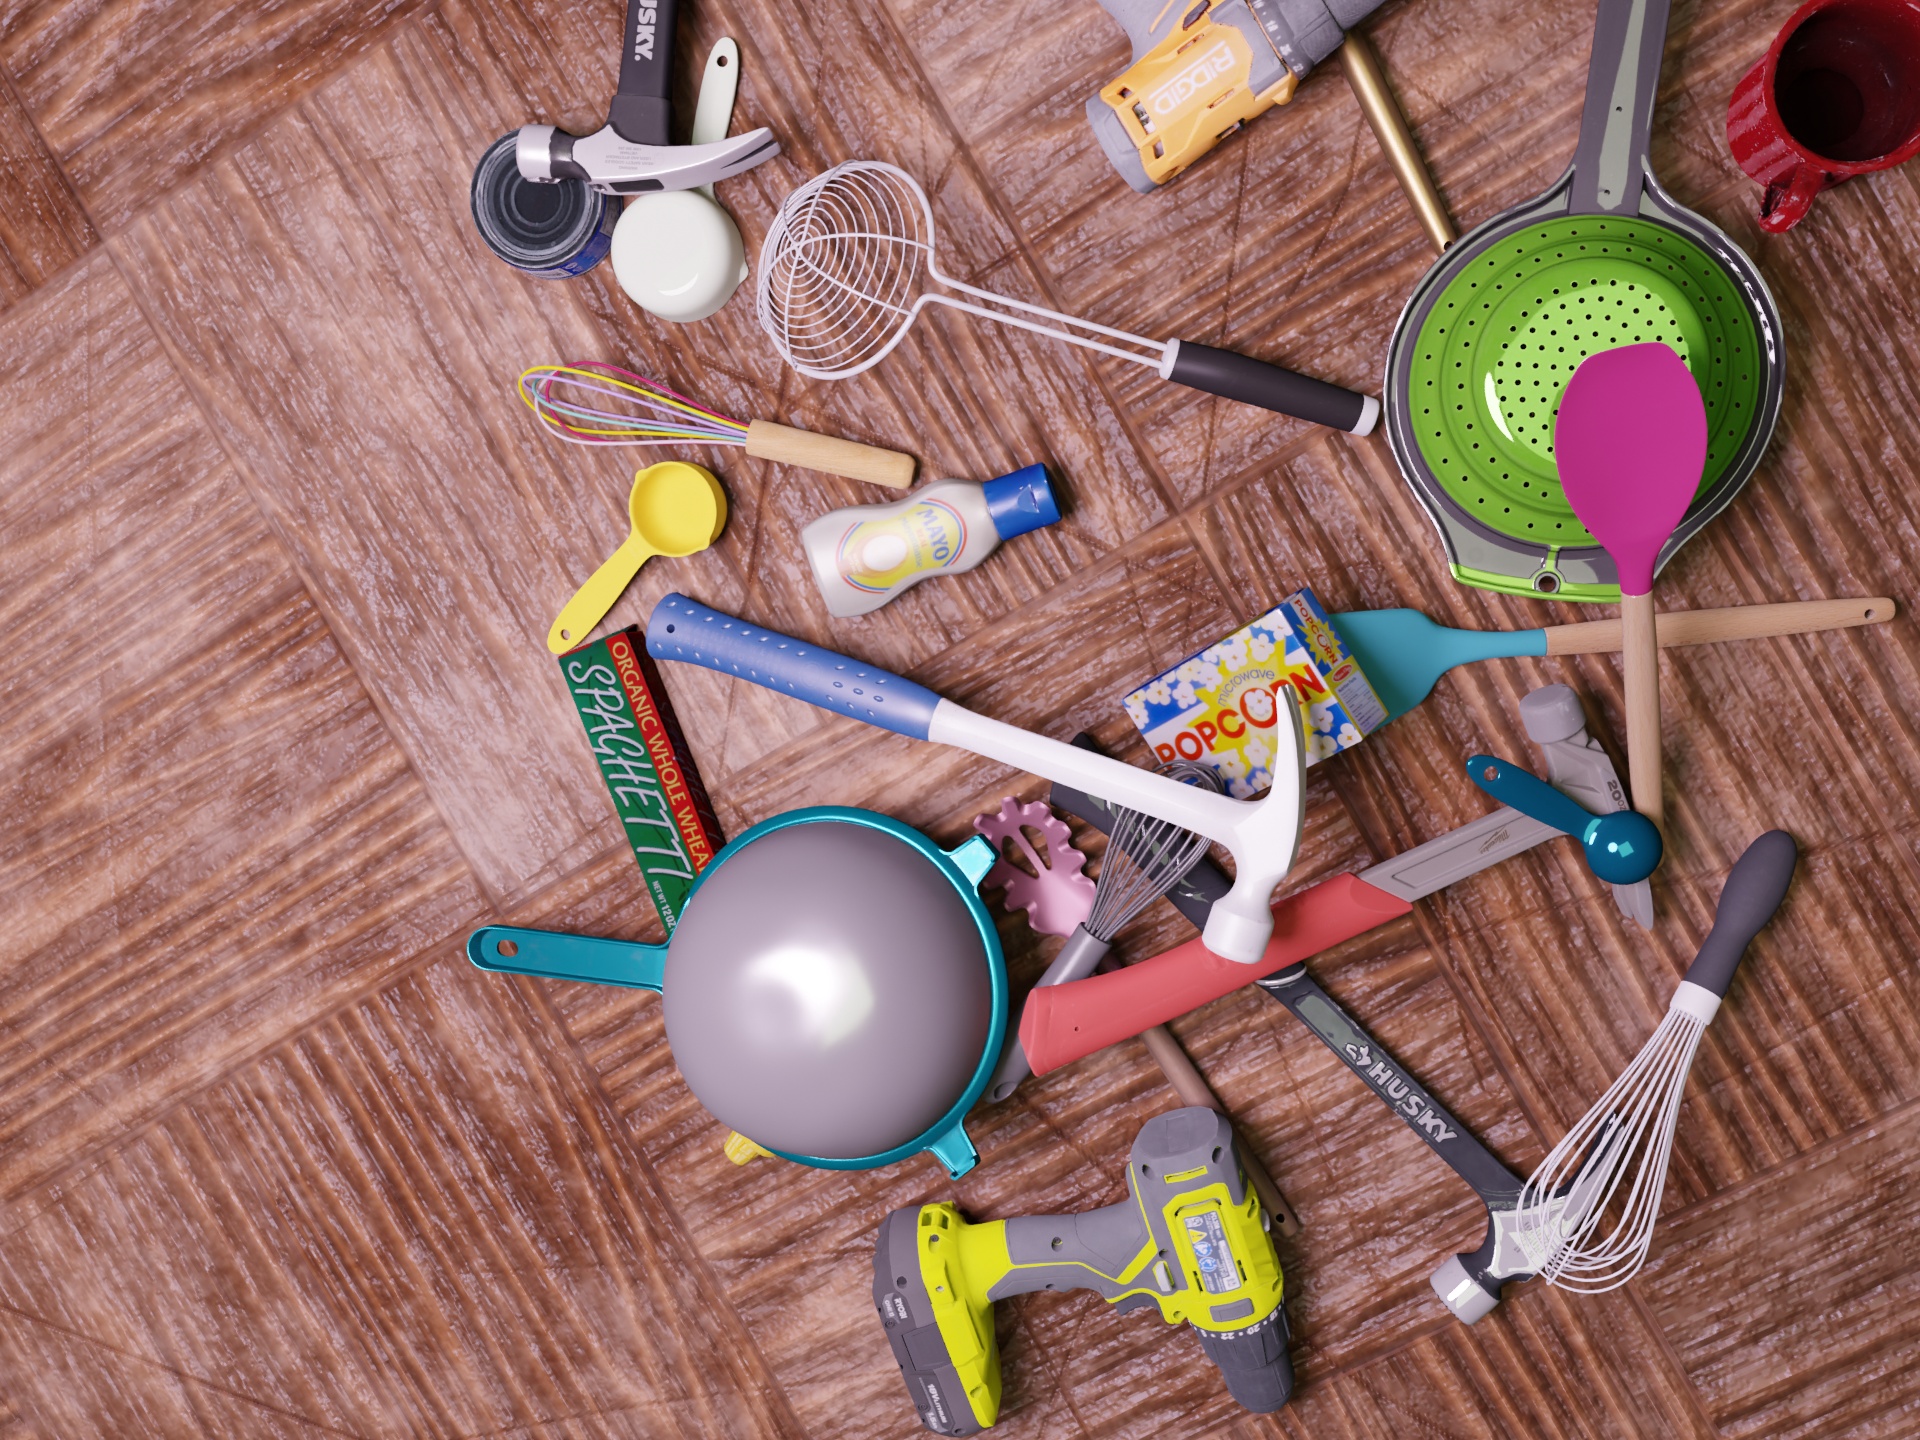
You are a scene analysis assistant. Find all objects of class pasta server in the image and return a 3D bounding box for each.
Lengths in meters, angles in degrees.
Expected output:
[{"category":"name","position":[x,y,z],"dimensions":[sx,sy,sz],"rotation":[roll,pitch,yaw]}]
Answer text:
[{"category":"pasta server","position":[0.109,0.179,0.948],"dimensions":[0.060,0.040,0.316],"rotation":[-34,91,5]}]

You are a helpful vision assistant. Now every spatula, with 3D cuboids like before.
[{"category":"spatula","position":[0.355,-0.041,0.885],"dimensions":[0.317,0.044,0.082],"rotation":[-6,109,8]}]

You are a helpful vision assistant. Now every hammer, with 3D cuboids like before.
[{"category":"hammer","position":[-0.165,-0.470,0.909],"dimensions":[0.146,0.035,0.335],"rotation":[5,90,5]},{"category":"hammer","position":[-0.001,-0.003,0.894],"dimensions":[0.406,0.035,0.144],"rotation":[19,98,22]},{"category":"hammer","position":[0.206,0.160,0.933],"dimensions":[0.409,0.036,0.149],"rotation":[45,99,2]},{"category":"hammer","position":[0.203,0.118,0.885],"dimensions":[0.359,0.037,0.149],"rotation":[-24,104,-1]}]

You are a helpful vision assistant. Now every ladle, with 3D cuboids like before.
[{"category":"ladle","position":[0.206,-0.391,0.883],"dimensions":[0.069,0.031,0.315],"rotation":[-27,93,15]}]

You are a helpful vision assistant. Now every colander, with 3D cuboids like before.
[{"category":"colander","position":[0.331,-0.258,0.815],"dimensions":[0.204,0.094,0.397],"rotation":[8,98,16]}]

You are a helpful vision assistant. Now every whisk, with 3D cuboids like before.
[{"category":"whisk","position":[0.075,0.123,0.908],"dimensions":[0.055,0.055,0.239],"rotation":[33,101,4]},{"category":"whisk","position":[-0.147,-0.174,0.954],"dimensions":[0.245,0.051,0.047],"rotation":[13,118,3]},{"category":"whisk","position":[0.390,0.184,0.877],"dimensions":[0.070,0.070,0.284],"rotation":[31,83,4]}]

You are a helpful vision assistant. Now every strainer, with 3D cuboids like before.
[{"category":"strainer","position":[-0.146,0.150,0.900],"dimensions":[0.340,0.095,0.211],"rotation":[4,91,16]}]

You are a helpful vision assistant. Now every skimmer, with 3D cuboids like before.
[{"category":"skimmer","position":[0.059,-0.224,0.920],"dimensions":[0.363,0.090,0.127],"rotation":[16,95,-3]}]

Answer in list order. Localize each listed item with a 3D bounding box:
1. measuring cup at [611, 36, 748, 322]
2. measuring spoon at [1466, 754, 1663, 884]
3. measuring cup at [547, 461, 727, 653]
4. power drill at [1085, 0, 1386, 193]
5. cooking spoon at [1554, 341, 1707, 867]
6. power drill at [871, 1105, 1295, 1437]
[{"category":"measuring cup","position":[-0.159,-0.321,0.937],"dimensions":[0.083,0.038,0.167],"rotation":[15,100,7]},{"category":"measuring spoon","position":[0.327,0.052,0.854],"dimensions":[0.128,0.021,0.042],"rotation":[27,98,-13]},{"category":"measuring cup","position":[-0.202,-0.097,0.979],"dimensions":[0.062,0.029,0.156],"rotation":[47,112,2]},{"category":"power drill","position":[0.116,-0.429,0.851],"dimensions":[0.185,0.084,0.226],"rotation":[-30,93,25]},{"category":"cooking spoon","position":[0.351,-0.047,0.825],"dimensions":[0.069,0.017,0.318],"rotation":[-9,123,14]},{"category":"power drill","position":[0.079,0.345,0.945],"dimensions":[0.228,0.080,0.190],"rotation":[-17,104,9]}]
